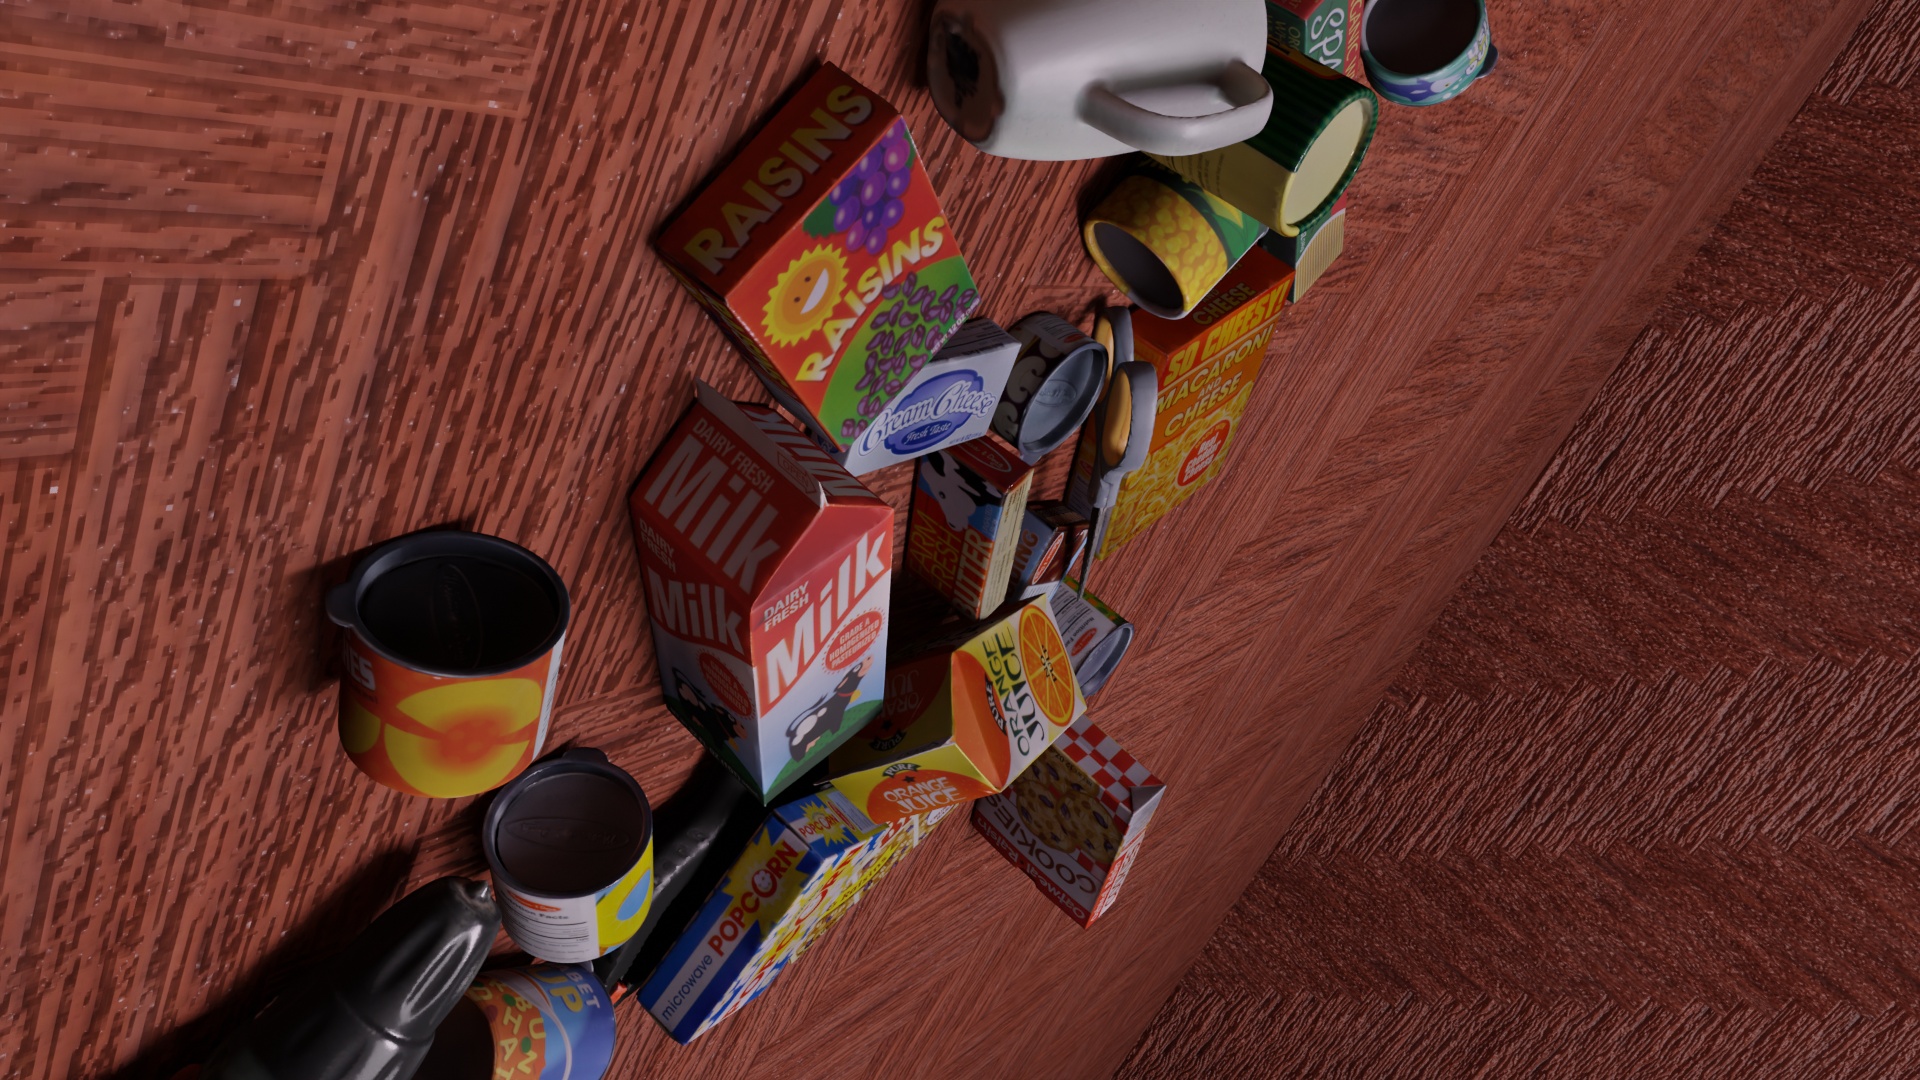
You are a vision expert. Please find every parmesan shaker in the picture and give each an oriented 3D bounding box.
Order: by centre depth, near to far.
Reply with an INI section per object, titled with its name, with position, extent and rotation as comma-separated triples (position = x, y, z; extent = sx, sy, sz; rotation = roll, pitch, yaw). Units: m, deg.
[parmesan shaker]
position = 0.112, -0.178, 0.577
extent = 0.071, 0.103, 0.071
rotation = -40, 154, -24

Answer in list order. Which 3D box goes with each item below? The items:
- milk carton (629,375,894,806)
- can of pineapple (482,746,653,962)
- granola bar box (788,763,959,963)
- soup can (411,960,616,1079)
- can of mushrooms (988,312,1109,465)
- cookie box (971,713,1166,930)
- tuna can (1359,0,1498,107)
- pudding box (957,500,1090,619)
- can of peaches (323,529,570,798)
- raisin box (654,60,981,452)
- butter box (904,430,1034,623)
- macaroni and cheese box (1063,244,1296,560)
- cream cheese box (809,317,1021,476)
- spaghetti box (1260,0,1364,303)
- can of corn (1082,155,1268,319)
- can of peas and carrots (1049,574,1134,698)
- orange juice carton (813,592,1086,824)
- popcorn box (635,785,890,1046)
[milk carton]
position = -0.078, 0.019, 0.558
extent = 0.074, 0.072, 0.189
rotation = -37, 152, -29
[can of pineapple]
position = -0.161, 0.132, 0.580
extent = 0.071, 0.071, 0.057
rotation = -34, 151, -35
[granola bar box]
position = -0.060, 0.169, 0.847
extent = 0.166, 0.039, 0.123
rotation = -40, 154, -25
[soup can]
position = -0.208, 0.226, 0.633
extent = 0.071, 0.071, 0.083
rotation = -53, 156, 4
[can of mushrooms]
position = 0.038, -0.074, 0.680
extent = 0.071, 0.033, 0.070
rotation = -41, 155, -24
[cookie box]
position = 0.073, 0.196, 1.019
extent = 0.040, 0.123, 0.166
rotation = -33, 151, -34
[tuna can]
position = 0.246, -0.266, 0.732
extent = 0.071, 0.071, 0.033
rotation = -54, 155, 7
[pudding box]
position = 0.039, 0.018, 0.819
extent = 0.050, 0.030, 0.083
rotation = -5, 129, -57
[can of peaches]
position = -0.164, 0.039, 0.443
extent = 0.071, 0.071, 0.057
rotation = -25, 146, -45
[raisin box]
position = -0.045, -0.095, 0.495
extent = 0.086, 0.040, 0.123
rotation = -48, 157, -6
[butter box]
position = 0.002, -0.009, 0.687
extent = 0.024, 0.053, 0.103
rotation = -38, 154, -34
[macaroni and cheese box]
position = 0.124, -0.080, 0.818
extent = 0.124, 0.040, 0.165
rotation = -34, 152, -33
[cream cheese box]
position = -0.020, -0.063, 0.605
extent = 0.104, 0.024, 0.053
rotation = -22, 142, -49
[spaghetti box]
position = 0.187, -0.215, 0.750
extent = 0.050, 0.029, 0.249
rotation = -48, 156, -9
[can of corn]
position = 0.098, -0.147, 0.646
extent = 0.058, 0.071, 0.071
rotation = -47, 156, -10
[can of peas and carrots]
position = 0.070, 0.064, 0.906
extent = 0.071, 0.059, 0.070
rotation = -40, 155, -23
[orange juice carton]
position = -0.004, 0.087, 0.712
extent = 0.071, 0.073, 0.193
rotation = -19, -178, 23
[popcorn box]
position = -0.099, 0.188, 0.709
extent = 0.126, 0.038, 0.085
rotation = -54, 164, 11
